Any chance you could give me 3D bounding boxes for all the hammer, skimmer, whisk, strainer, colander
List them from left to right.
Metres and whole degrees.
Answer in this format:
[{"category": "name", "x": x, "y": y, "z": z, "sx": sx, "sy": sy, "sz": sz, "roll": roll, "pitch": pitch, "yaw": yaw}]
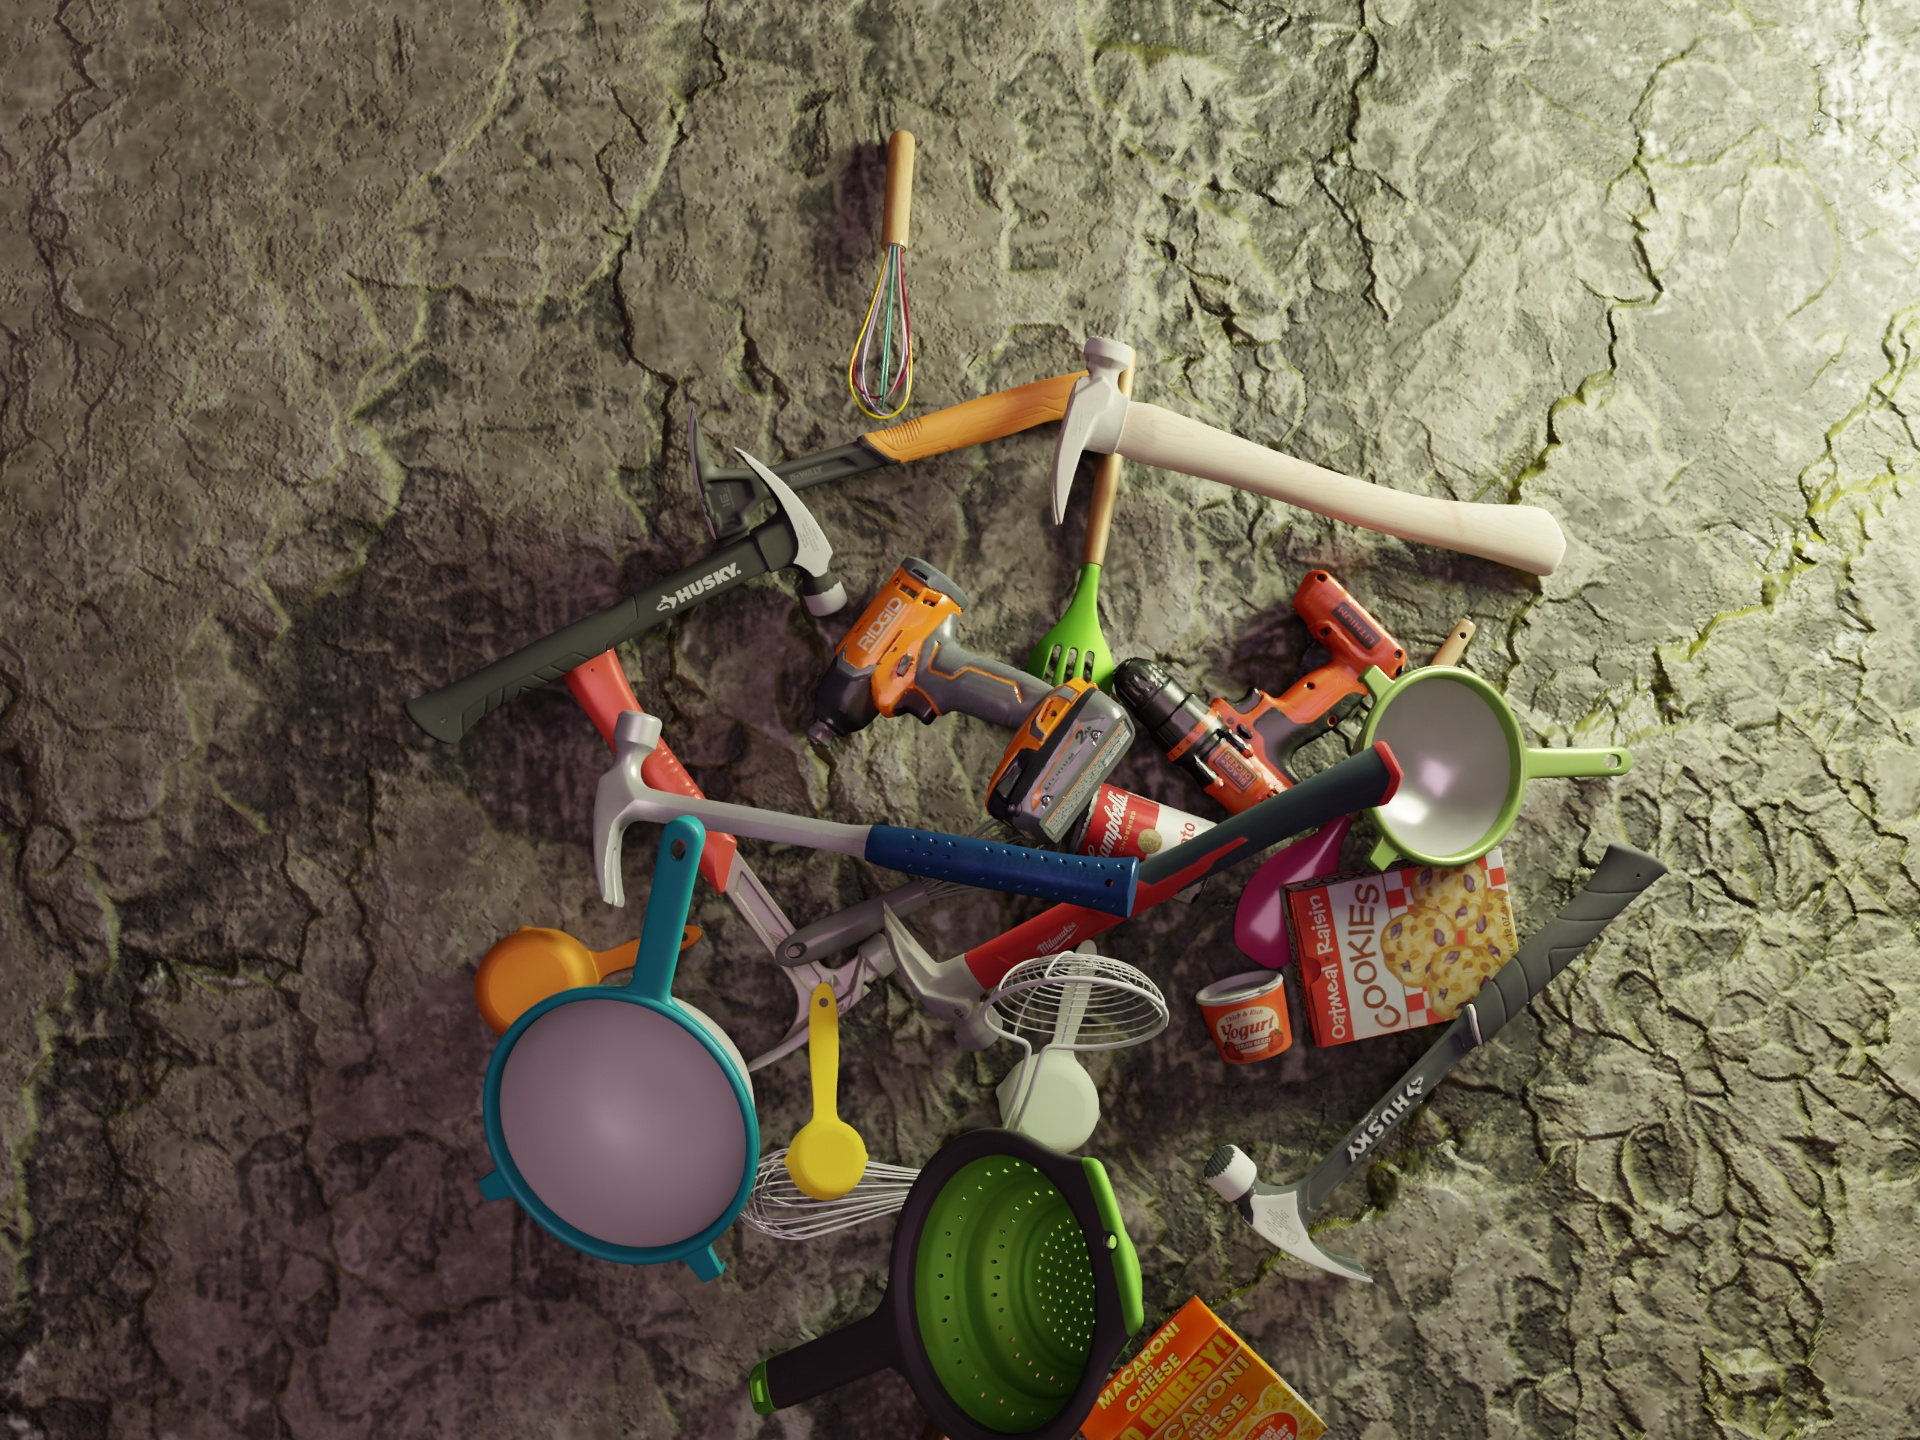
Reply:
[{"category": "hammer", "x": -0.257, "y": -0.079, "z": 1.192, "sx": 0.335, "sy": 0.035, "sz": 0.146, "roll": -28, "pitch": 120, "yaw": -11}, {"category": "strainer", "x": -0.218, "y": 0.220, "z": 1.151, "sx": 0.211, "sy": 0.095, "sz": 0.340, "roll": 17, "pitch": 103, "yaw": 10}, {"category": "hammer", "x": -0.208, "y": 0.090, "z": 1.223, "sx": 0.149, "sy": 0.036, "sz": 0.359, "roll": -36, "pitch": 85, "yaw": -11}, {"category": "hammer", "x": -0.077, "y": 0.092, "z": 1.141, "sx": 0.405, "sy": 0.035, "sz": 0.144, "roll": 9, "pitch": 78, "yaw": 14}, {"category": "whisk", "x": -0.058, "y": -0.361, "z": 1.280, "sx": 0.047, "sy": 0.051, "sz": 0.245, "roll": 3, "pitch": 80, "yaw": 5}, {"category": "hammer", "x": -0.043, "y": -0.226, "z": 1.244, "sx": 0.337, "sy": 0.034, "sz": 0.127, "roll": -16, "pitch": 122, "yaw": -6}, {"category": "whisk", "x": -0.031, "y": 0.128, "z": 1.202, "sx": 0.239, "sy": 0.055, "sz": 0.055, "roll": -24, "pitch": 85, "yaw": -14}, {"category": "whisk", "x": -0.029, "y": 0.352, "z": 1.195, "sx": 0.284, "sy": 0.070, "sz": 0.070, "roll": -1, "pitch": 84, "yaw": -6}, {"category": "colander", "x": -0.002, "y": 0.414, "z": 1.099, "sx": 0.397, "sy": 0.094, "sz": 0.205, "roll": -37, "pitch": 55, "yaw": 36}, {"category": "skimmer", "x": 0.036, "y": 0.317, "z": 1.118, "sx": 0.127, "sy": 0.090, "sz": 0.363, "roll": 14, "pitch": 107, "yaw": -17}, {"category": "hammer", "x": 0.133, "y": 0.106, "z": 1.153, "sx": 0.386, "sy": 0.038, "sz": 0.143, "roll": -29, "pitch": 118, "yaw": 11}, {"category": "hammer", "x": 0.275, "y": -0.173, "z": 1.248, "sx": 0.410, "sy": 0.038, "sz": 0.146, "roll": 15, "pitch": 95, "yaw": -6}, {"category": "hammer", "x": 0.374, "y": 0.246, "z": 1.189, "sx": 0.149, "sy": 0.036, "sz": 0.409, "roll": 44, "pitch": 91, "yaw": -9}, {"category": "strainer", "x": 0.399, "y": 0.034, "z": 1.230, "sx": 0.256, "sy": 0.069, "sz": 0.151, "roll": -1, "pitch": 88, "yaw": -22}]

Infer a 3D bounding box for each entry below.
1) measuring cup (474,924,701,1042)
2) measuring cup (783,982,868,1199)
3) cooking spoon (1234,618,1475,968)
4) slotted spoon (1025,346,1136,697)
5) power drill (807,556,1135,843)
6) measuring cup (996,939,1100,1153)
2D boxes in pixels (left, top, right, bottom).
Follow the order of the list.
[{"category": "measuring cup", "x": -0.282, "y": 0.188, "z": 1.206, "sx": 0.173, "sy": 0.052, "sz": 0.095, "roll": -18, "pitch": 84, "yaw": -4}, {"category": "measuring cup", "x": -0.098, "y": 0.270, "z": 1.164, "sx": 0.062, "sy": 0.029, "sz": 0.157, "roll": 0, "pitch": 75, "yaw": -11}, {"category": "cooking spoon", "x": 0.316, "y": 0.054, "z": 1.251, "sx": 0.069, "sy": 0.017, "sz": 0.319, "roll": 34, "pitch": 85, "yaw": 2}, {"category": "slotted spoon", "x": 0.107, "y": -0.149, "z": 1.267, "sx": 0.070, "sy": 0.031, "sz": 0.314, "roll": 10, "pitch": 82, "yaw": 7}, {"category": "power drill", "x": -0.002, "y": -0.004, "z": 1.200, "sx": 0.227, "sy": 0.084, "sz": 0.164, "roll": 35, "pitch": 84, "yaw": 23}, {"category": "measuring cup", "x": 0.079, "y": 0.250, "z": 1.213, "sx": 0.083, "sy": 0.038, "sz": 0.167, "roll": 15, "pitch": 85, "yaw": 1}]
